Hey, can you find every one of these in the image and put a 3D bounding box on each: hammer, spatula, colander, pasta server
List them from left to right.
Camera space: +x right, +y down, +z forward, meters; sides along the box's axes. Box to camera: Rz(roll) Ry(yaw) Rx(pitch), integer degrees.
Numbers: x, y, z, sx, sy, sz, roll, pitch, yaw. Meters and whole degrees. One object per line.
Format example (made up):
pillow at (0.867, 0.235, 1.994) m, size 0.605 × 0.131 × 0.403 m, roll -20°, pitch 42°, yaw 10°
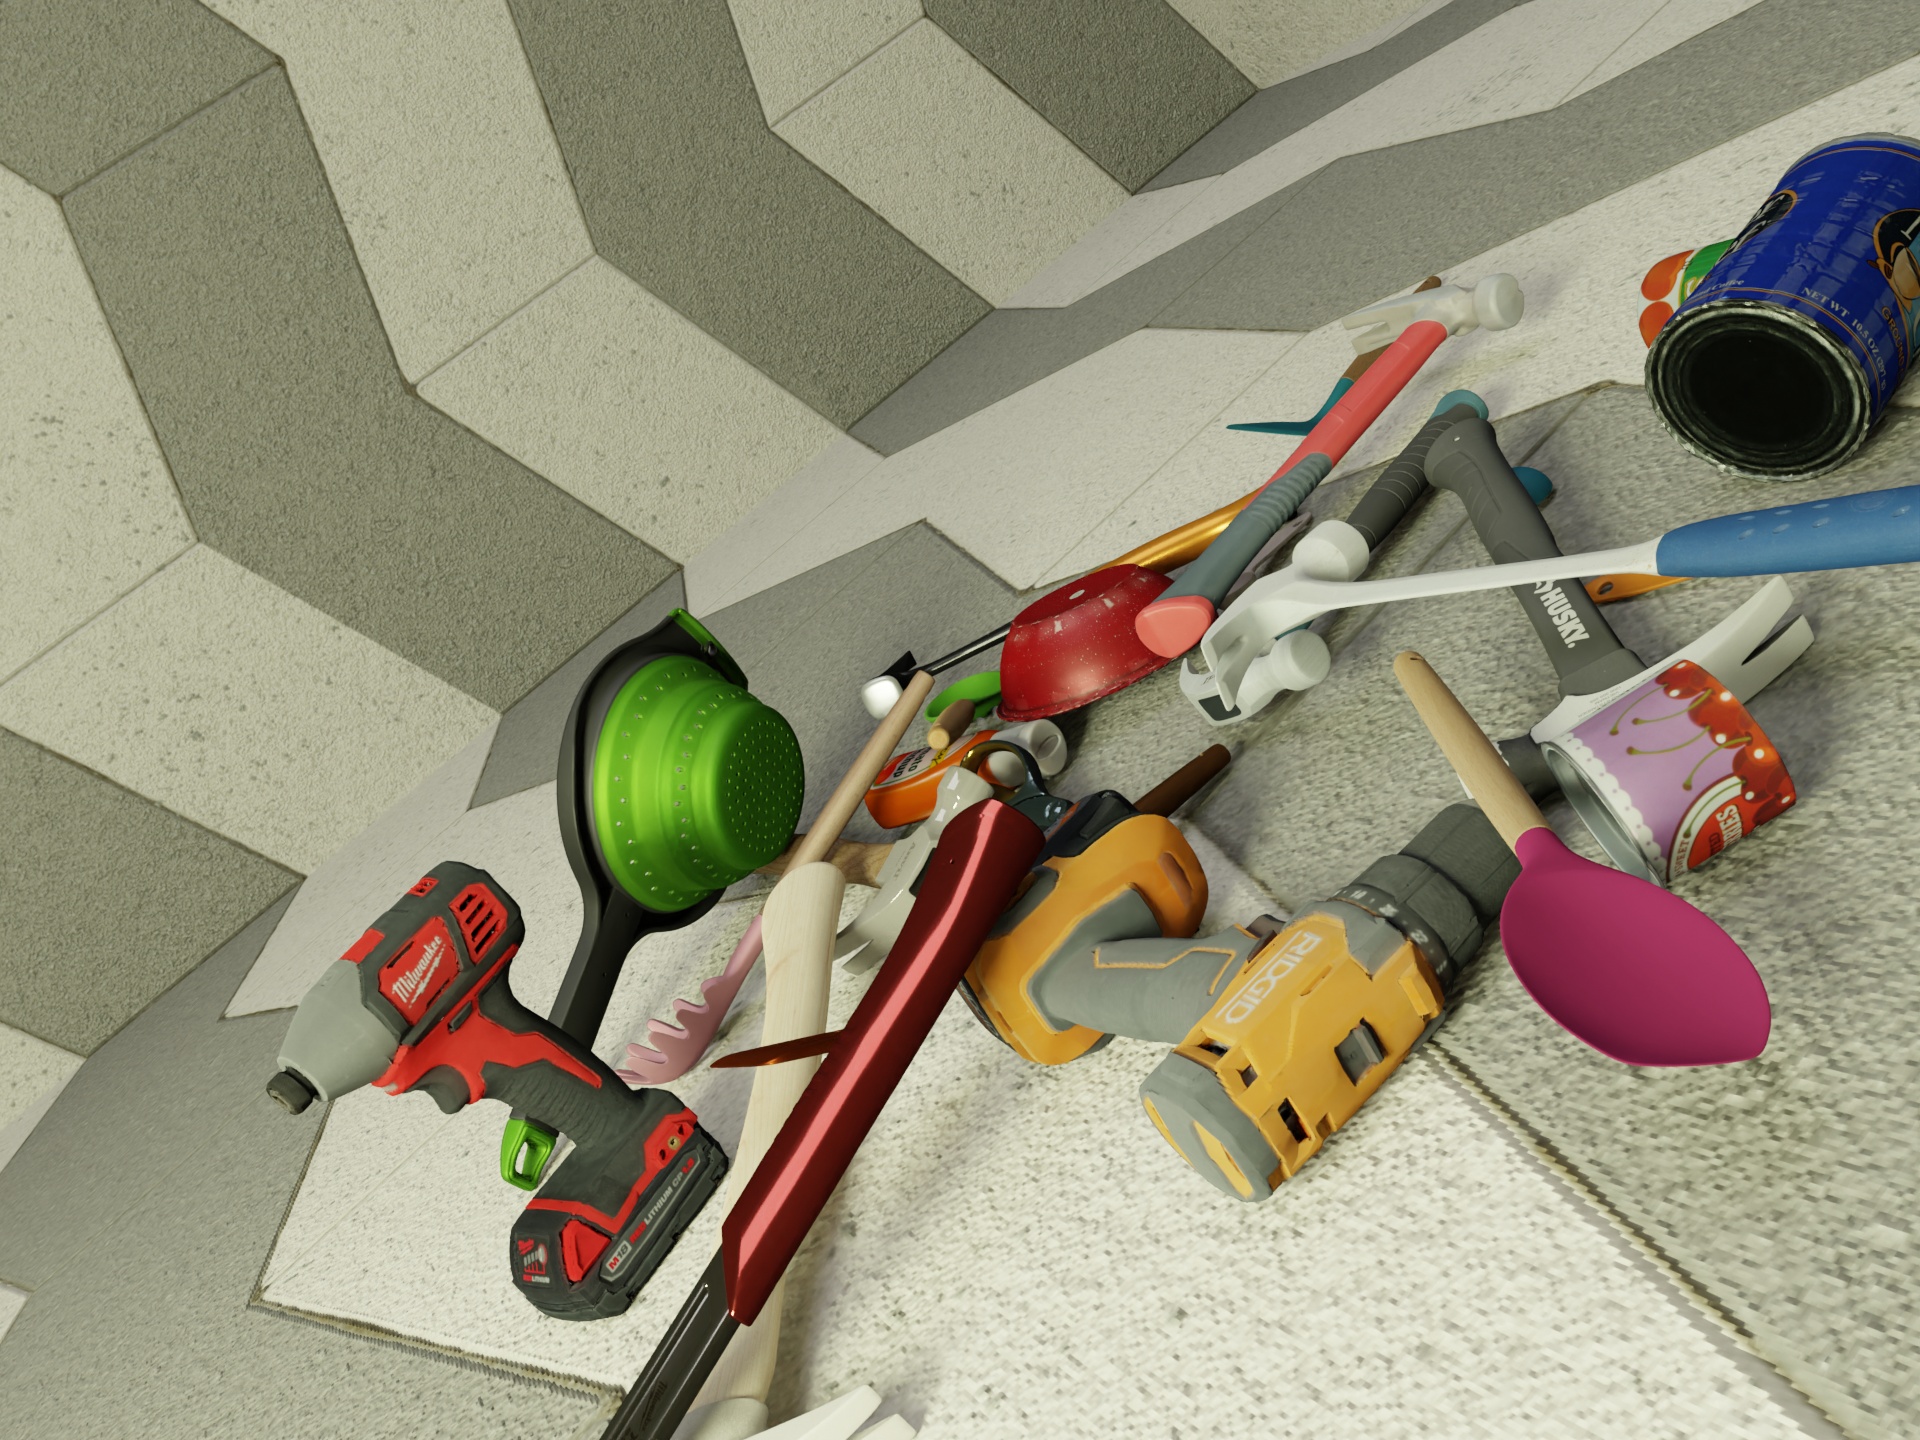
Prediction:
colander at (-0.191, 0.113, 1.040) m, size 0.094 × 0.204 × 0.397 m, roll 1°, pitch 60°, yaw 28°
pasta server at (-0.112, 0.097, 0.998) m, size 0.316 × 0.040 × 0.060 m, roll -57°, pitch 8°, yaw -9°
hammer at (-0.081, 0.191, 0.762) m, size 0.146 × 0.038 × 0.411 m, roll -30°, pitch 25°, yaw 17°
hammer at (-0.062, 0.185, 0.617) m, size 0.149 × 0.036 × 0.359 m, roll 9°, pitch 59°, yaw 48°
hammer at (-0.086, 0.094, 1.049) m, size 0.130 × 0.031 × 0.331 m, roll -60°, pitch 20°, yaw -15°
spatula at (0.022, 0.090, 0.785) m, size 0.322 × 0.041 × 0.081 m, roll -35°, pitch 5°, yaw -29°
hammer at (0.088, -0.091, 1.169) m, size 0.337 × 0.034 × 0.127 m, roll -25°, pitch 6°, yaw 16°
hammer at (0.227, -0.175, 1.066) m, size 0.386 × 0.038 × 0.143 m, roll -46°, pitch 26°, yaw -27°
hammer at (0.236, -0.106, 0.951) m, size 0.331 × 0.033 × 0.128 m, roll -46°, pitch 9°, yaw -33°
spatula at (0.317, -0.287, 1.259) m, size 0.082 × 0.044 × 0.317 m, roll 12°, pitch 45°, yaw 35°
hammer at (0.285, -0.079, 0.776) m, size 0.146 × 0.035 × 0.335 m, roll -30°, pitch 24°, yaw 20°
hammer at (0.274, -0.063, 0.643) m, size 0.405 × 0.035 × 0.144 m, roll -4°, pitch 27°, yaw 49°

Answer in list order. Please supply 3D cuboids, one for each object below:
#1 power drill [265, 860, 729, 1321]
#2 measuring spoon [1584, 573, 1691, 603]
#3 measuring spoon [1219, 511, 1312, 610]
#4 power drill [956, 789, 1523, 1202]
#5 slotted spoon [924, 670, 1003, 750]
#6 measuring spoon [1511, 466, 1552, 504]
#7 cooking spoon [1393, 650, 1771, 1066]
power drill at (-0.233, 0.193, 0.802) m, size 0.078 × 0.219 × 0.143 m, roll -17°, pitch 26°, yaw 47°
measuring spoon at (0.339, -0.069, 0.736) m, size 0.117 × 0.011 × 0.021 m, roll -17°, pitch 38°, yaw 54°
measuring spoon at (0.208, -0.106, 1.069) m, size 0.034 × 0.018 × 0.124 m, roll -15°, pitch 21°, yaw 50°
power drill at (0.111, 0.088, 0.662) m, size 0.185 × 0.084 × 0.226 m, roll -41°, pitch 22°, yaw -19°
slotted spoon at (-0.002, -0.003, 1.055) m, size 0.070 × 0.031 × 0.314 m, roll -24°, pitch 3°, yaw 6°
measuring spoon at (0.311, -0.145, 0.948) m, size 0.042 × 0.021 × 0.129 m, roll -34°, pitch 16°, yaw 8°
cooking spoon at (0.200, 0.034, 0.575) m, size 0.069 × 0.017 × 0.319 m, roll -4°, pitch 22°, yaw 3°
